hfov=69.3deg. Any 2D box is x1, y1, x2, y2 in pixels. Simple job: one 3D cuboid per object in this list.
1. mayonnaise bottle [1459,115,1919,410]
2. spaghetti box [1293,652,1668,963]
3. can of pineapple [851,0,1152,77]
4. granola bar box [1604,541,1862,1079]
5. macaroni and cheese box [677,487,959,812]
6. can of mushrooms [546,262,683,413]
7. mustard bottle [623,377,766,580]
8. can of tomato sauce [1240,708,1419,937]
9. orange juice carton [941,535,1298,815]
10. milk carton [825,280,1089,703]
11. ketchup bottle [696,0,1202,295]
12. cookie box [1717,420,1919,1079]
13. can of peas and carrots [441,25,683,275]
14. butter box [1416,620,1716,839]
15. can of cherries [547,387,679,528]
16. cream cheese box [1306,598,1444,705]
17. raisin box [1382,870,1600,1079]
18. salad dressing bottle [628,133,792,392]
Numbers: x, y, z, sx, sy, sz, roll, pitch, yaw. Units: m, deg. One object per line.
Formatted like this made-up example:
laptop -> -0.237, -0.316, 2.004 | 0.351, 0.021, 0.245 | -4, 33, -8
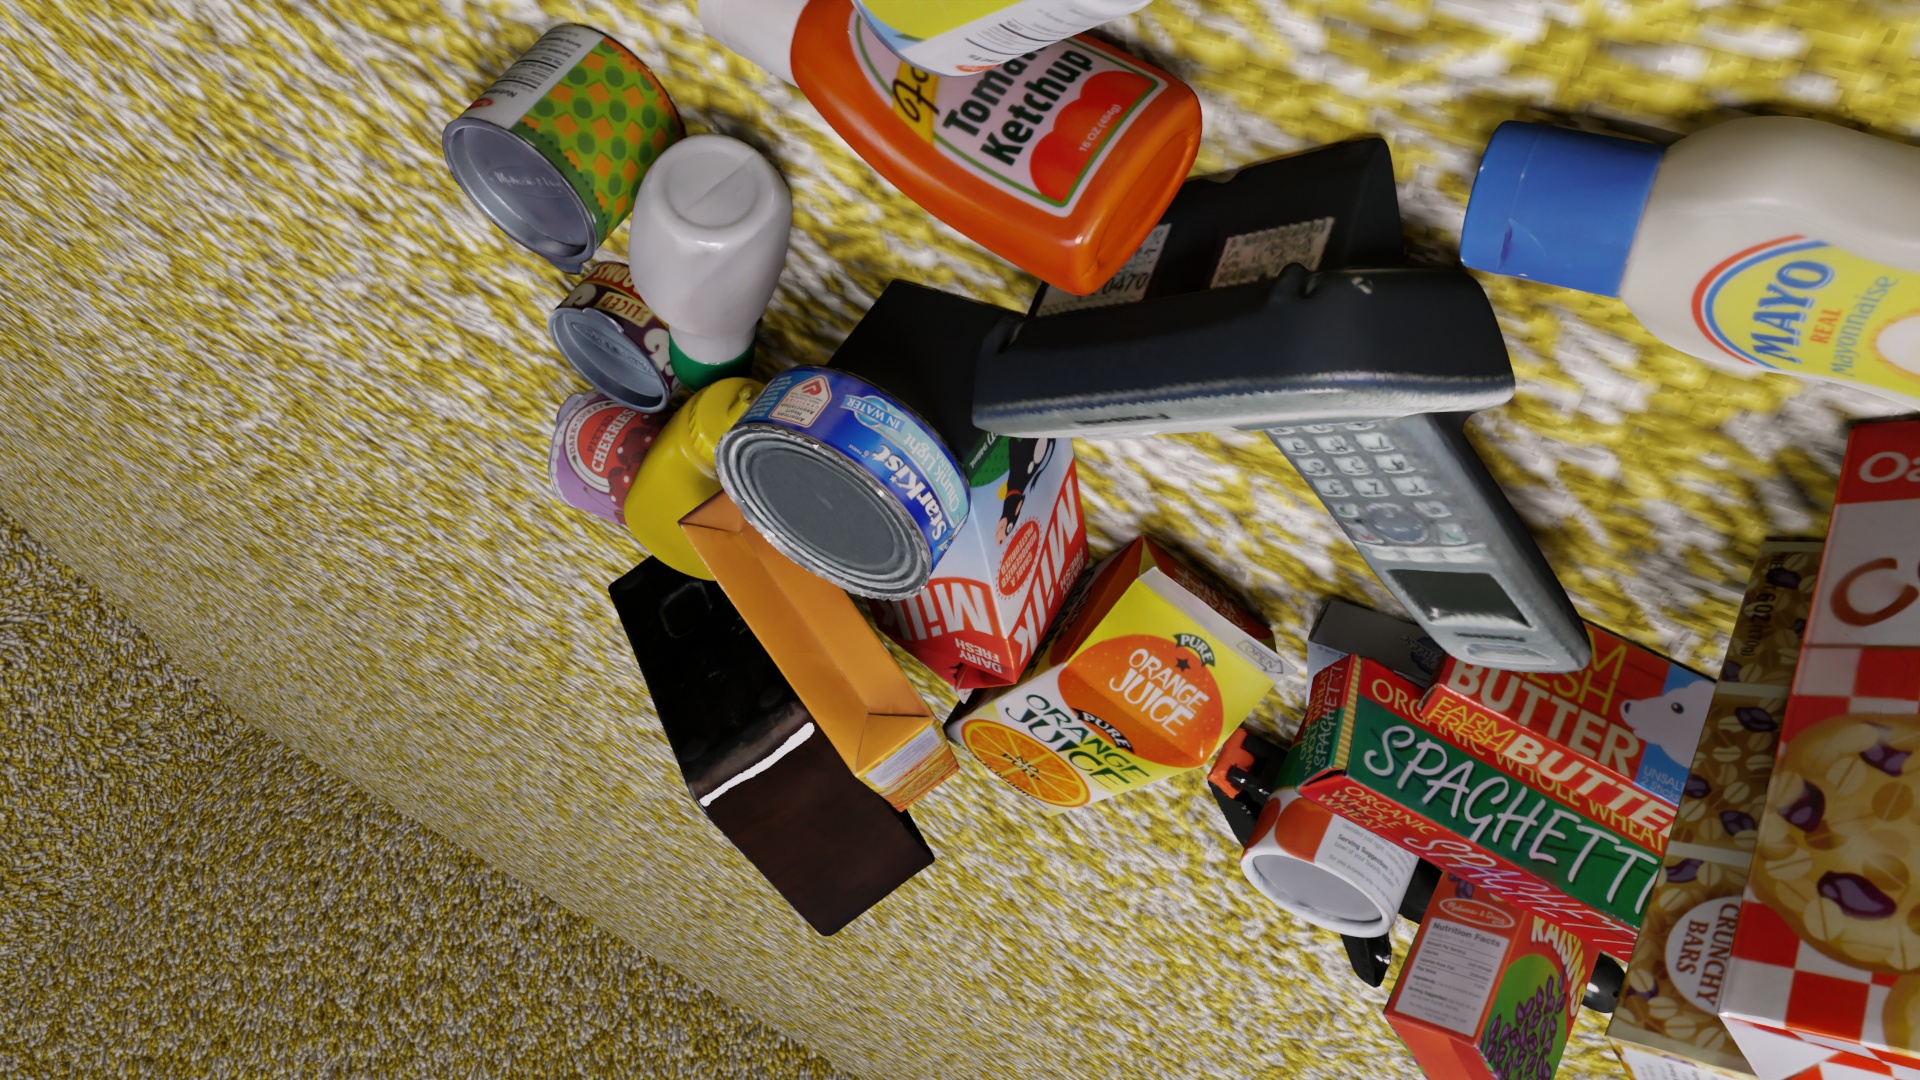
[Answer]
mayonnaise bottle -> 0.191, -0.062, 0.310 | 0.148, 0.041, 0.064 | 19, 152, 24
spaghetti box -> 0.231, 0.118, 0.509 | 0.250, 0.050, 0.028 | 28, 147, -13
can of pineapple -> 0.011, -0.152, 0.329 | 0.058, 0.071, 0.071 | -2, 137, 47
granola bar box -> 0.247, 0.074, 0.338 | 0.124, 0.166, 0.039 | 4, 140, 44
macaroni and cheese box -> -0.053, 0.051, 0.599 | 0.124, 0.040, 0.166 | 53, 174, 15
can of mushrooms -> -0.152, -0.094, 0.636 | 0.071, 0.033, 0.070 | 26, 152, 15
mustard bottle -> -0.104, -0.032, 0.602 | 0.065, 0.049, 0.159 | 32, 151, -8
can of tomato sauce -> 0.163, 0.114, 0.587 | 0.071, 0.083, 0.071 | 25, 151, 15
orange juice carton -> 0.067, 0.060, 0.611 | 0.072, 0.073, 0.192 | 37, 152, -6
milk carton -> 0.002, -0.007, 0.571 | 0.073, 0.072, 0.189 | 20, 151, 24
ketchup bottle -> -0.009, -0.129, 0.396 | 0.149, 0.065, 0.043 | 33, 167, 19
cookie box -> 0.245, 0.043, 0.289 | 0.123, 0.168, 0.040 | -1, 140, 47
can of peas and carrots -> -0.145, -0.145, 0.516 | 0.071, 0.059, 0.070 | 25, 153, 14
butter box -> 0.214, 0.058, 0.472 | 0.103, 0.053, 0.024 | 27, 150, 12
can of cherries -> -0.164, -0.040, 0.700 | 0.058, 0.072, 0.071 | 19, 150, 25
cream cheese box -> 0.187, 0.061, 0.538 | 0.104, 0.024, 0.053 | 19, 151, 25
raisin box -> 0.221, 0.159, 0.554 | 0.040, 0.124, 0.086 | 6, 142, 44
salad dressing bottle -> -0.097, -0.100, 0.541 | 0.044, 0.064, 0.147 | 43, 161, 4
